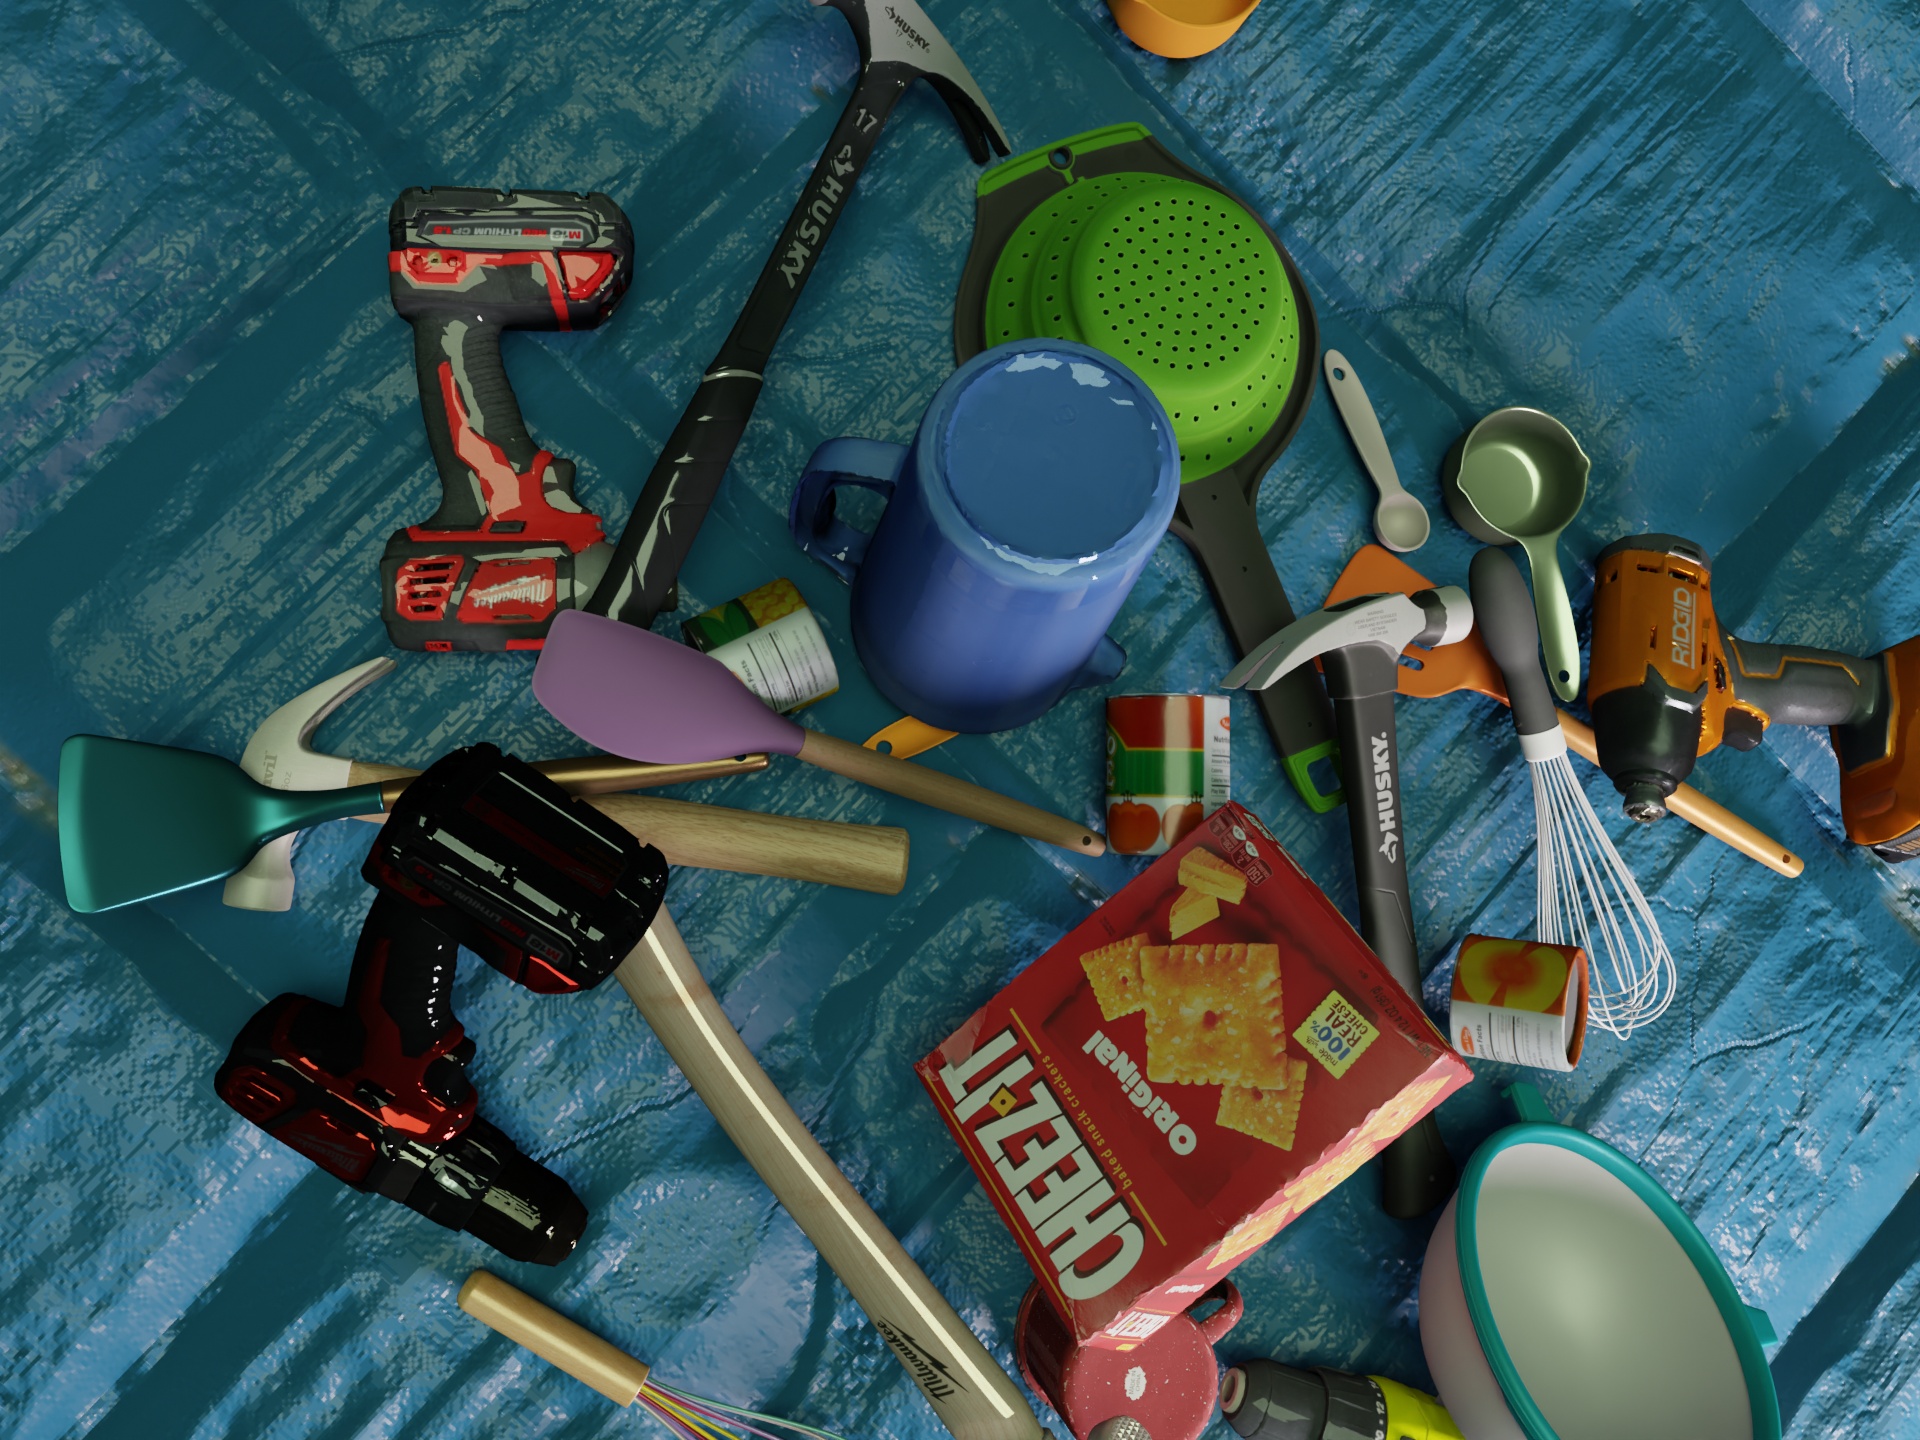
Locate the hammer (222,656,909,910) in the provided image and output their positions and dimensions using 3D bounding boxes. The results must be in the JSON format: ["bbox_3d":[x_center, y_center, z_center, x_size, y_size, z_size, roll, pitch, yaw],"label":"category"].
[{"bbox_3d":[-0.190,0.048,0.805,0.331,0.031,0.130,8,86,-10],"label":"hammer"}]

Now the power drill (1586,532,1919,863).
[{"bbox_3d":[0.453,0.003,0.879,0.226,0.084,0.164,18,65,-7],"label":"power drill"}]

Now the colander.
[{"bbox_3d":[0.135,-0.139,0.836,0.204,0.094,0.397,-23,89,-10],"label":"colander"}]

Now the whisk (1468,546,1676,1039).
[{"bbox_3d":[0.324,0.042,0.861,0.070,0.070,0.284,-21,99,-10],"label":"whisk"}]

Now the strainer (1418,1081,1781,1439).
[{"bbox_3d":[0.279,0.352,0.776,0.211,0.095,0.340,45,42,4],"label":"strainer"}]

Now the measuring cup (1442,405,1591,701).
[{"bbox_3d":[0.318,-0.092,0.897,0.083,0.038,0.167,-10,88,-11],"label":"measuring cup"}]

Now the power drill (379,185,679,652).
[{"bbox_3d":[-0.214,-0.144,0.792,0.143,0.078,0.220,-1,89,-10],"label":"power drill"}]

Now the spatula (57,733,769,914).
[{"bbox_3d":[-0.249,0.033,0.756,0.317,0.044,0.082,-6,78,-12],"label":"spatula"}]

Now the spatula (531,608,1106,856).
[{"bbox_3d":[-0.058,0.021,0.791,0.315,0.018,0.060,20,87,-26],"label":"spatula"}]

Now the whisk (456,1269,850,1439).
[{"bbox_3d":[-0.140,0.341,0.790,0.245,0.047,0.051,32,83,-3],"label":"whisk"}]

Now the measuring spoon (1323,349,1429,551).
[{"bbox_3d":[0.230,-0.152,0.901,0.034,0.018,0.124,-18,83,-23],"label":"measuring spoon"}]

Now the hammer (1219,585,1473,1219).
[{"bbox_3d":[0.221,0.102,0.843,0.146,0.035,0.334,-11,98,-26],"label":"hammer"}]

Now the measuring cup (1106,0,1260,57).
[{"bbox_3d":[0.097,-0.446,0.875,0.095,0.052,0.173,-38,91,-10],"label":"measuring cup"}]

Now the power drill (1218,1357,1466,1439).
[{"bbox_3d":[0.197,0.456,0.825,0.190,0.080,0.228,22,80,-9],"label":"power drill"}]

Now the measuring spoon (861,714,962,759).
[{"bbox_3d":[-0.001,-0.003,0.853,0.117,0.011,0.021,-24,84,-7],"label":"measuring spoon"}]

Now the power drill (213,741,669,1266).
[{"bbox_3d":[-0.221,0.144,0.732,0.188,0.080,0.226,34,114,-6],"label":"power drill"}]

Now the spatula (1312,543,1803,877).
[{"bbox_3d":[0.348,0.009,0.906,0.322,0.041,0.081,29,84,-11],"label":"spatula"}]

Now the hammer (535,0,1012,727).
[{"bbox_3d":[-0.101,-0.184,0.791,0.149,0.036,0.409,31,77,-34],"label":"hammer"}]

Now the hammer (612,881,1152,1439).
[{"bbox_3d":[-0.081,0.226,0.768,0.146,0.038,0.410,-38,88,30],"label":"hammer"}]
